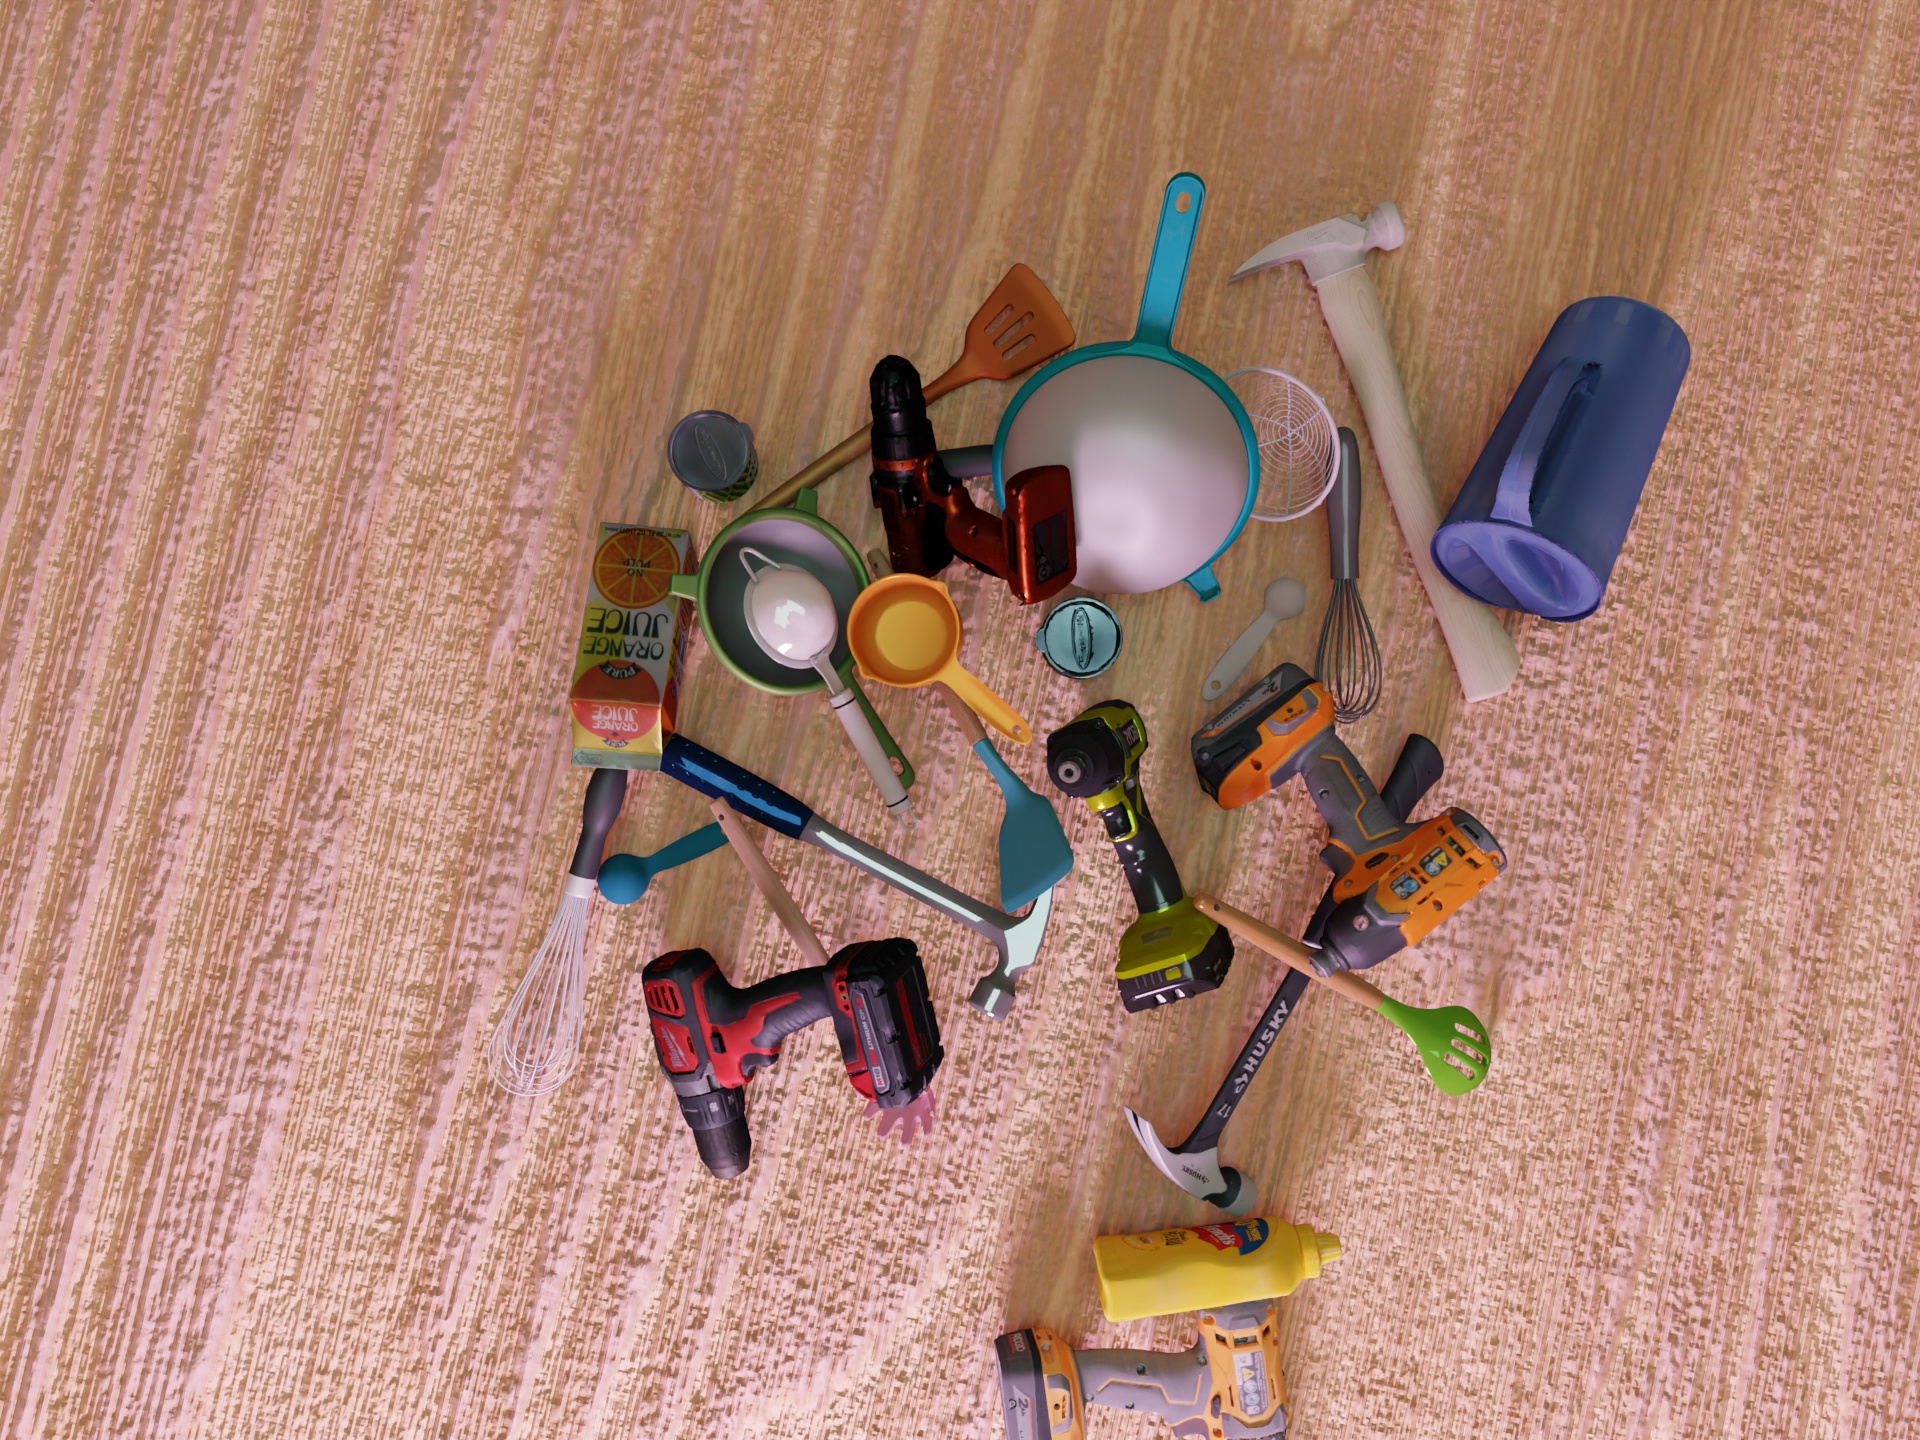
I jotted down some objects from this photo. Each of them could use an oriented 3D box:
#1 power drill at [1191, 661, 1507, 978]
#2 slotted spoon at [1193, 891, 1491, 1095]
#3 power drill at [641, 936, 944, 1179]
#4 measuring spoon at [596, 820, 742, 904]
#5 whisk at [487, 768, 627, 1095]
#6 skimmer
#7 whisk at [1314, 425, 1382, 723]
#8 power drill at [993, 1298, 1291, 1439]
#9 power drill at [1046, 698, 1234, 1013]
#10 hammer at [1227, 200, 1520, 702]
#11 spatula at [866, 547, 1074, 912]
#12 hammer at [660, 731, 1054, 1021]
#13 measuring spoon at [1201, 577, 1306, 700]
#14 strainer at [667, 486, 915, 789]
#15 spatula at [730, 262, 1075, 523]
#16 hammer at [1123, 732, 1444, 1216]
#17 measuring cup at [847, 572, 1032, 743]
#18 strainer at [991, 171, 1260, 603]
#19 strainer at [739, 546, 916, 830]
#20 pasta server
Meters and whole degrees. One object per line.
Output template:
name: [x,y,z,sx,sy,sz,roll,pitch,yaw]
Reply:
power drill: [0.279,0.081,1.224,0.164,0.084,0.227,-39,62,-5]
slotted spoon: [0.304,0.209,1.236,0.313,0.031,0.070,30,72,-19]
power drill: [-0.132,0.263,1.237,0.227,0.080,0.188,-10,100,22]
measuring spoon: [-0.237,0.111,1.297,0.128,0.021,0.042,-25,88,-2]
whisk: [-0.314,0.162,1.269,0.070,0.070,0.284,15,90,1]
skimmer: [0.114,-0.209,1.274,0.363,0.090,0.127,-5,117,2]
whisk: [0.311,-0.116,1.280,0.055,0.055,0.239,-2,95,0]
power drill: [0.150,0.557,1.256,0.226,0.084,0.185,-8,90,-5]
power drill: [0.131,0.101,1.226,0.080,0.171,0.223,-21,93,19]
hammer: [0.352,-0.209,1.301,0.146,0.038,0.410,-19,88,1]
spatula: [-0.002,-0.004,1.267,0.082,0.044,0.318,-39,74,36]
hammer: [-0.112,0.085,1.288,0.405,0.035,0.144,28,83,2]
measuring spoon: [0.240,-0.066,1.305,0.034,0.018,0.124,39,89,1]
strainer: [-0.122,-0.048,1.287,0.151,0.069,0.256,-40,105,-26]
spatula: [-0.056,-0.248,1.301,0.322,0.041,0.081,-35,89,0]
hammer: [0.272,0.190,1.267,0.149,0.036,0.409,35,83,-32]
measuring cup: [-0.009,-0.041,1.237,0.173,0.052,0.095,42,93,5]
strainer: [0.132,-0.227,1.185,0.211,0.095,0.340,12,125,3]
strainer: [-0.094,-0.025,1.239,0.087,0.050,0.258,-39,107,-41]
pasta server: [-0.112,0.198,1.266,0.060,0.040,0.316,-29,98,21]
